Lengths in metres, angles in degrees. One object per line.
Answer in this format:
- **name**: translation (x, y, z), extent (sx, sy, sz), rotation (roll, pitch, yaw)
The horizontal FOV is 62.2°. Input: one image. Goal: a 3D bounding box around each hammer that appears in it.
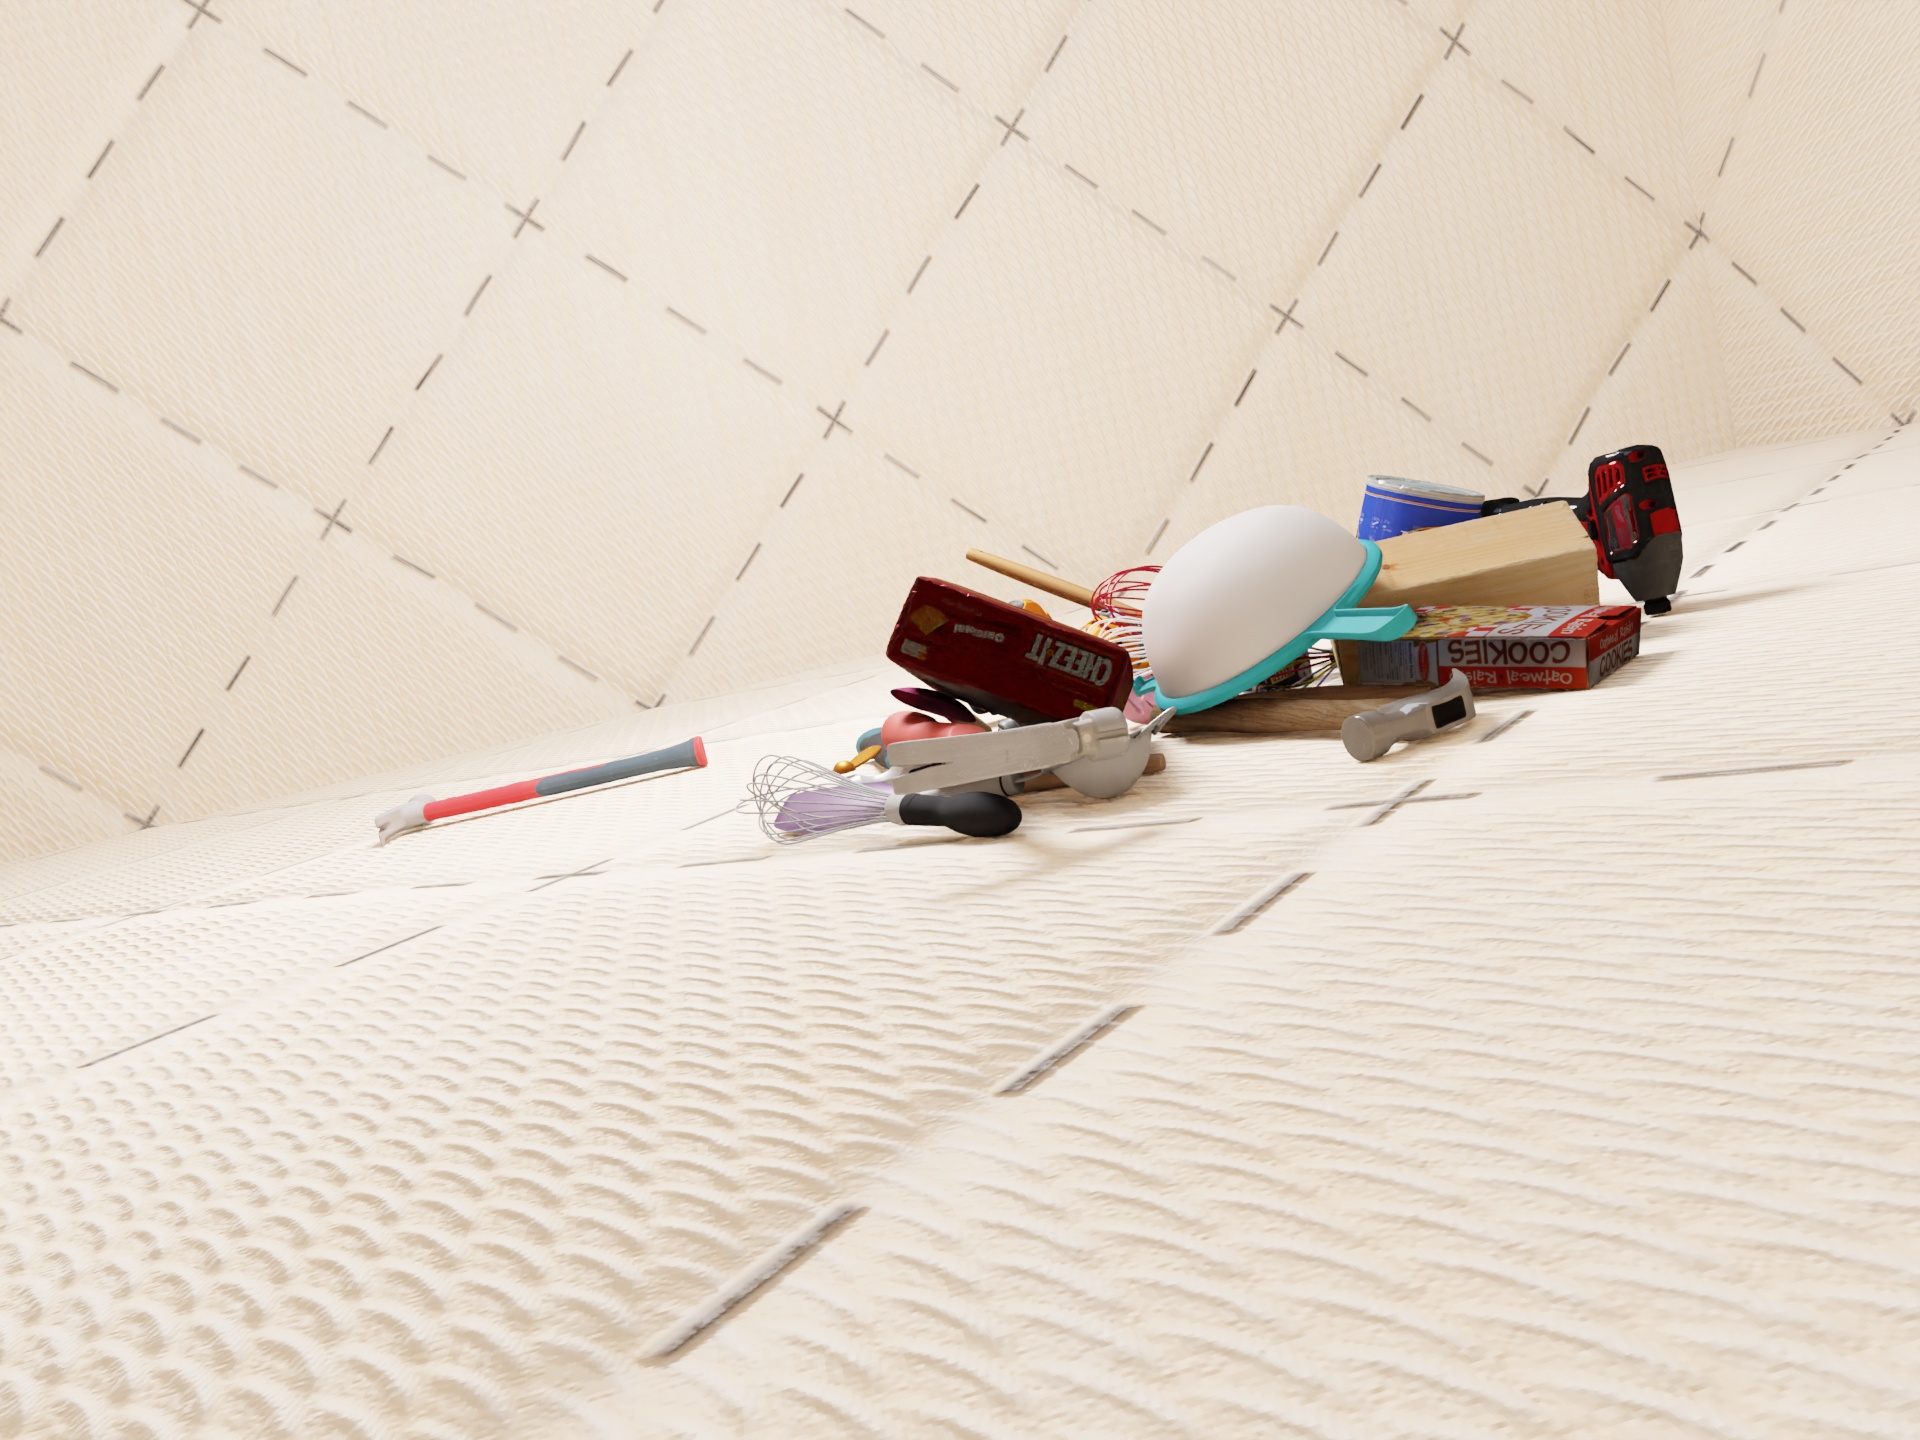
- **hammer**: translation (0.243, -0.005, 1.163), extent (0.130, 0.031, 0.331), rotation (-16, 7, -24)
- **hammer**: translation (-0.057, 0.033, 1.426), extent (0.128, 0.033, 0.331), rotation (-15, 6, -8)
- **hammer**: translation (-0.013, 0.015, 1.111), extent (0.149, 0.037, 0.359), rotation (-9, 3, -15)
- **hammer**: translation (-0.491, 0.080, 1.878), extent (0.386, 0.038, 0.143), rotation (-13, 8, 4)

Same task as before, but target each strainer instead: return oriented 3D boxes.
- **strainer**: translation (0.229, -0.101, 1.185), extent (0.211, 0.095, 0.340), rotation (-40, 10, -7)
- **strainer**: translation (0.044, 0.043, 1.114), extent (0.258, 0.050, 0.087), rotation (-16, -1, 35)

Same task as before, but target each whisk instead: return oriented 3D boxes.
- **whisk**: translation (0.323, -0.056, 1.412), extent (0.047, 0.051, 0.245), rotation (-15, 0, 42)
- **whisk**: translation (-0.063, 0.061, 1.120), extent (0.070, 0.070, 0.285), rotation (-19, 13, -42)
- **whisk**: translation (0.255, -0.098, 1.461), extent (0.295, 0.073, 0.073), rotation (5, 0, -19)
- **whisk**: translation (0.216, -0.072, 1.394), extent (0.246, 0.059, 0.057), rotation (-8, -22, -26)

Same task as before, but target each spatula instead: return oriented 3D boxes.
- **spatula**: translation (0.154, -0.119, 1.569), extent (0.323, 0.041, 0.081), rotation (22, 20, 15)
- **spatula**: translation (0.001, 0.053, 1.192), extent (0.316, 0.018, 0.060), rotation (-9, 32, 22)

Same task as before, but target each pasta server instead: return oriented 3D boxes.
- **pasta server**: translation (0.244, -0.022, 1.291), extent (0.060, 0.040, 0.316), rotation (-28, 16, -38)

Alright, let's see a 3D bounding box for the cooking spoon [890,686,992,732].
- **cooking spoon**: translation (-0.002, -0.004, 1.348), extent (0.069, 0.017, 0.318), rotation (15, -3, 10)

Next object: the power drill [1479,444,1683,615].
- **power drill**: translation (0.537, -0.149, 1.411), extent (0.078, 0.143, 0.220), rotation (-12, -2, -29)

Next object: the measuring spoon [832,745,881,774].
- **measuring spoon**: translation (-0.085, 0.030, 1.319), extent (0.021, 0.011, 0.117), rotation (-13, 6, 12)

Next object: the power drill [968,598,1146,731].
- **power drill**: translation (0.068, -0.047, 1.567), extent (0.164, 0.084, 0.227), rotation (-39, 20, -14)
